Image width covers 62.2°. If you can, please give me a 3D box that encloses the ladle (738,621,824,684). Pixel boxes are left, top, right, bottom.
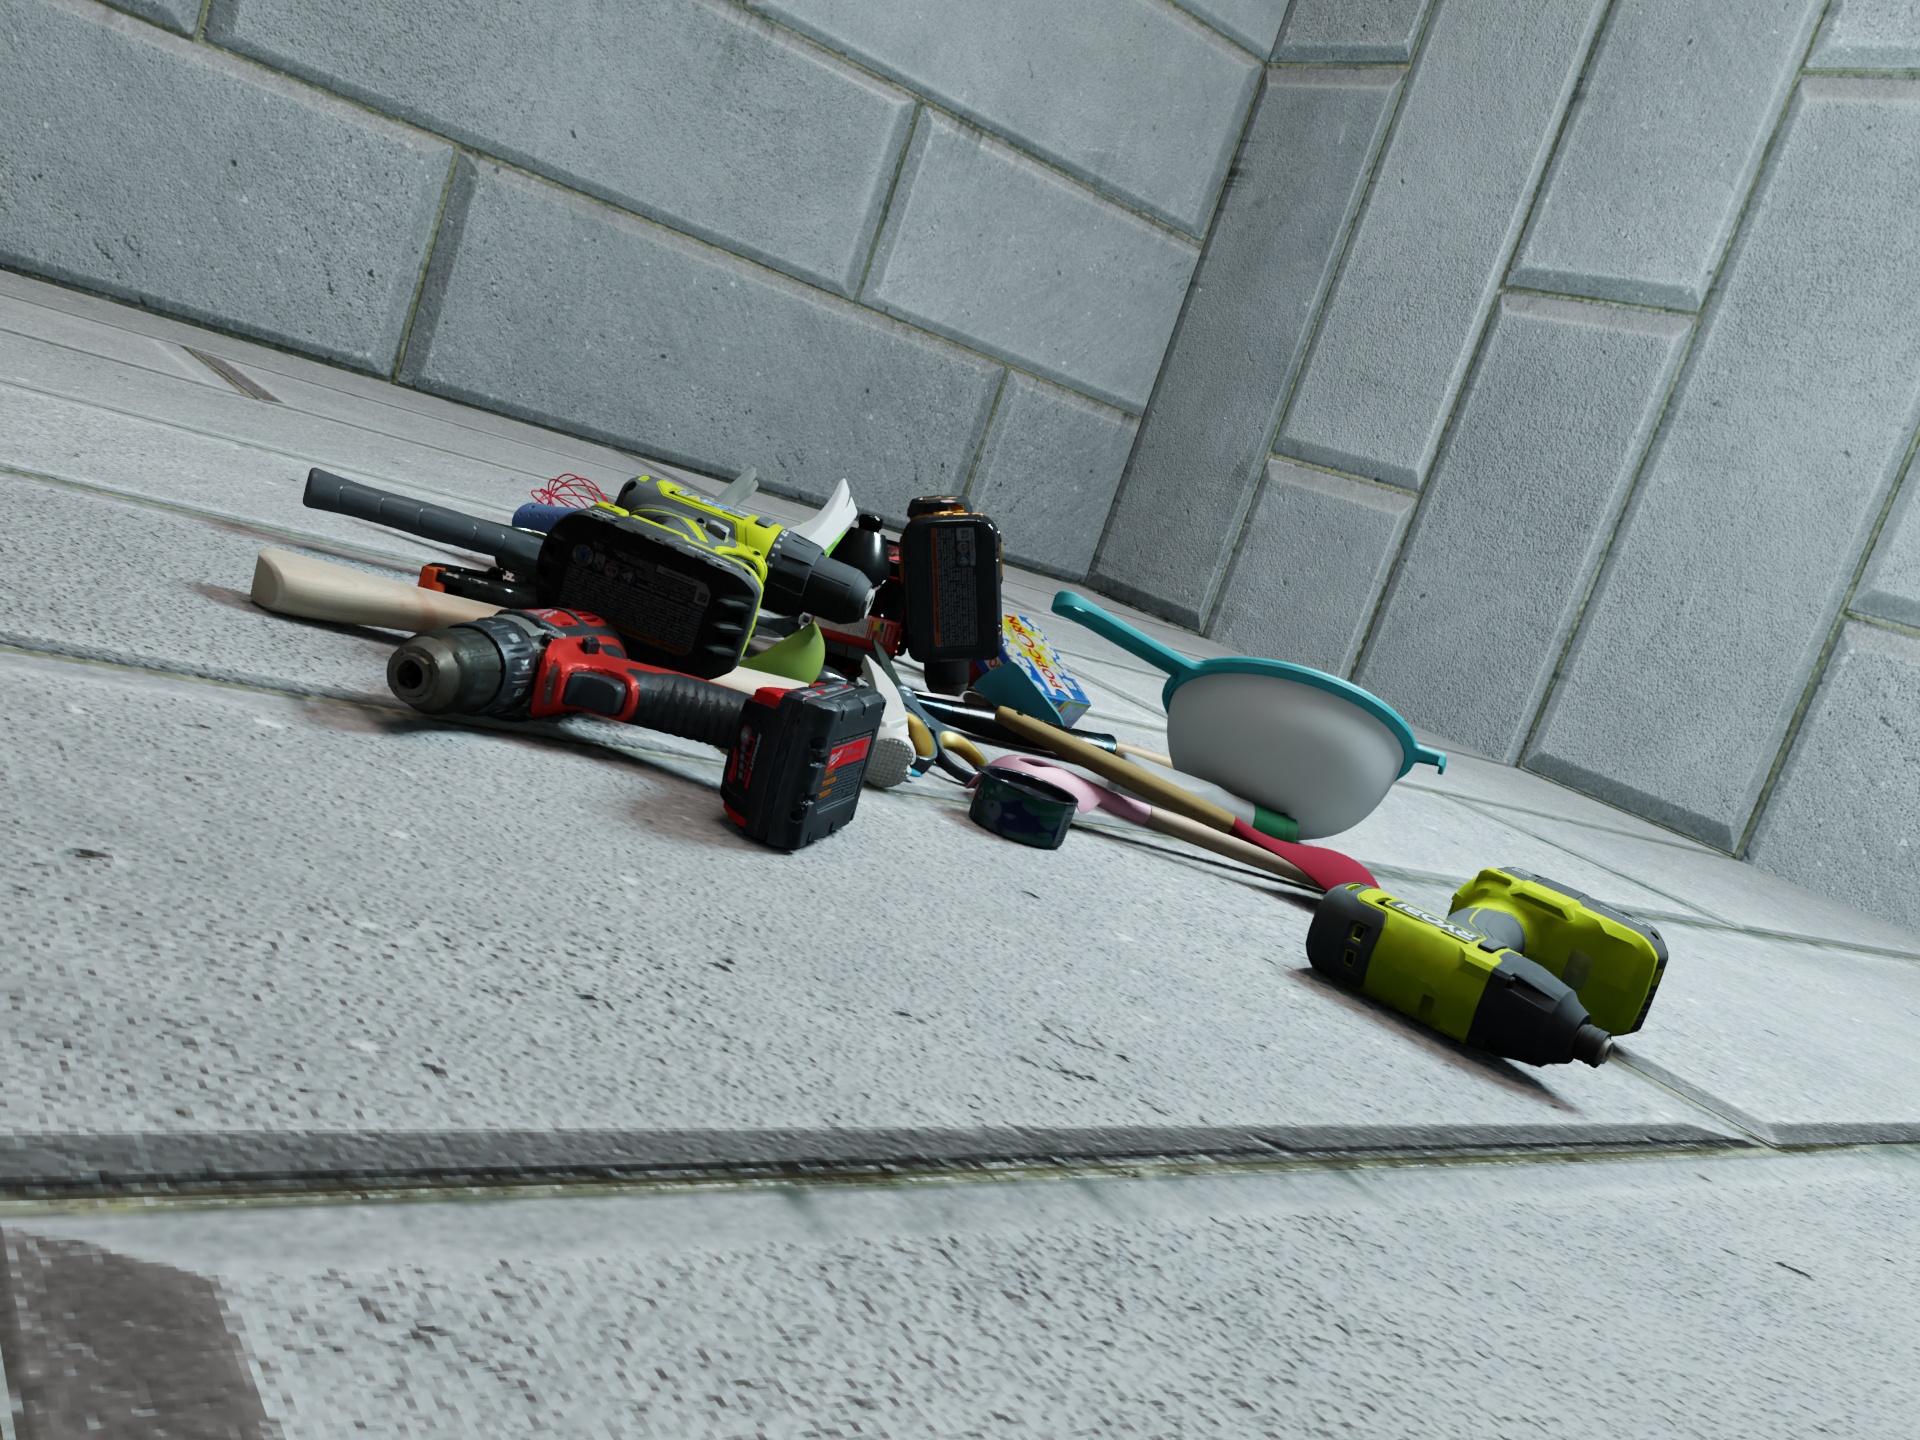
[{"bbox_3d":[-0.241,-0.061,1.093,0.320,0.062,0.078,10,-23,-30],"label":"ladle"}]

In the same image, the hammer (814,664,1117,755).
[{"bbox_3d":[-0.002,-0.004,1.308,0.330,0.033,0.128,14,12,-33],"label":"hammer"}]

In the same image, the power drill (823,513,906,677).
[{"bbox_3d":[-0.088,-0.117,1.466,0.078,0.143,0.219,15,7,4],"label":"power drill"}]

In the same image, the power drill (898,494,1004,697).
[{"bbox_3d":[-0.011,-0.098,1.371,0.084,0.185,0.226,-3,10,-3],"label":"power drill"}]

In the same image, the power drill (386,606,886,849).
[{"bbox_3d":[-0.171,-0.006,0.847,0.227,0.080,0.188,18,9,12],"label":"power drill"}]

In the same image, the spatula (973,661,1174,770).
[{"bbox_3d":[0.162,0.021,1.456,0.317,0.044,0.082,18,-22,-22],"label":"spatula"}]

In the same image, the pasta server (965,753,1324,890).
[{"bbox_3d":[0.153,0.083,1.141,0.316,0.040,0.060,20,8,-19],"label":"pasta server"}]

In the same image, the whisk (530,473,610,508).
[{"bbox_3d":[-0.344,-0.177,1.576,0.073,0.073,0.296,9,19,-46],"label":"whisk"}]

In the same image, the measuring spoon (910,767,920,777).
[{"bbox_3d":[-0.081,0.009,1.095,0.129,0.021,0.042,21,9,21],"label":"measuring spoon"}]

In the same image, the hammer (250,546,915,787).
[{"bbox_3d":[-0.232,-0.047,1.020,0.410,0.038,0.146,14,21,-18],"label":"hammer"}]

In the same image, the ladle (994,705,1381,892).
[{"bbox_3d":[0.166,0.063,1.119,0.315,0.031,0.069,26,21,-4],"label":"ladle"}]

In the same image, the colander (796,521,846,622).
[{"bbox_3d":[-0.080,-0.149,1.813,0.396,0.094,0.205,11,12,-42],"label":"colander"}]

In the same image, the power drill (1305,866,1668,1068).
[{"bbox_3d":[0.332,0.150,0.958,0.171,0.080,0.223,25,14,37],"label":"power drill"}]

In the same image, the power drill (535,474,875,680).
[{"bbox_3d":[-0.164,-0.096,1.057,0.190,0.080,0.228,21,16,2],"label":"power drill"}]

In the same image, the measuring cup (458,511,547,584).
[{"bbox_3d":[-0.400,-0.149,1.347,0.167,0.038,0.083,16,9,-5],"label":"measuring cup"}]

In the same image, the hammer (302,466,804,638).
[{"bbox_3d":[-0.307,-0.123,1.249,0.408,0.036,0.149,16,-1,-35],"label":"hammer"}]

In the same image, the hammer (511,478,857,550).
[{"bbox_3d":[-0.268,-0.177,1.451,0.406,0.035,0.144,9,41,39],"label":"hammer"}]

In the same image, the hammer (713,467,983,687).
[{"bbox_3d":[-0.117,-0.136,1.642,0.359,0.149,0.036,27,-28,16],"label":"hammer"}]

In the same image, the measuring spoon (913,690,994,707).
[{"bbox_3d":[-0.023,-0.011,1.377,0.124,0.018,0.034,4,39,-39],"label":"measuring spoon"}]

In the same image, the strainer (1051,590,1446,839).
[{"bbox_3d":[0.202,0.012,1.269,0.340,0.095,0.211,28,-23,-21],"label":"strainer"}]
